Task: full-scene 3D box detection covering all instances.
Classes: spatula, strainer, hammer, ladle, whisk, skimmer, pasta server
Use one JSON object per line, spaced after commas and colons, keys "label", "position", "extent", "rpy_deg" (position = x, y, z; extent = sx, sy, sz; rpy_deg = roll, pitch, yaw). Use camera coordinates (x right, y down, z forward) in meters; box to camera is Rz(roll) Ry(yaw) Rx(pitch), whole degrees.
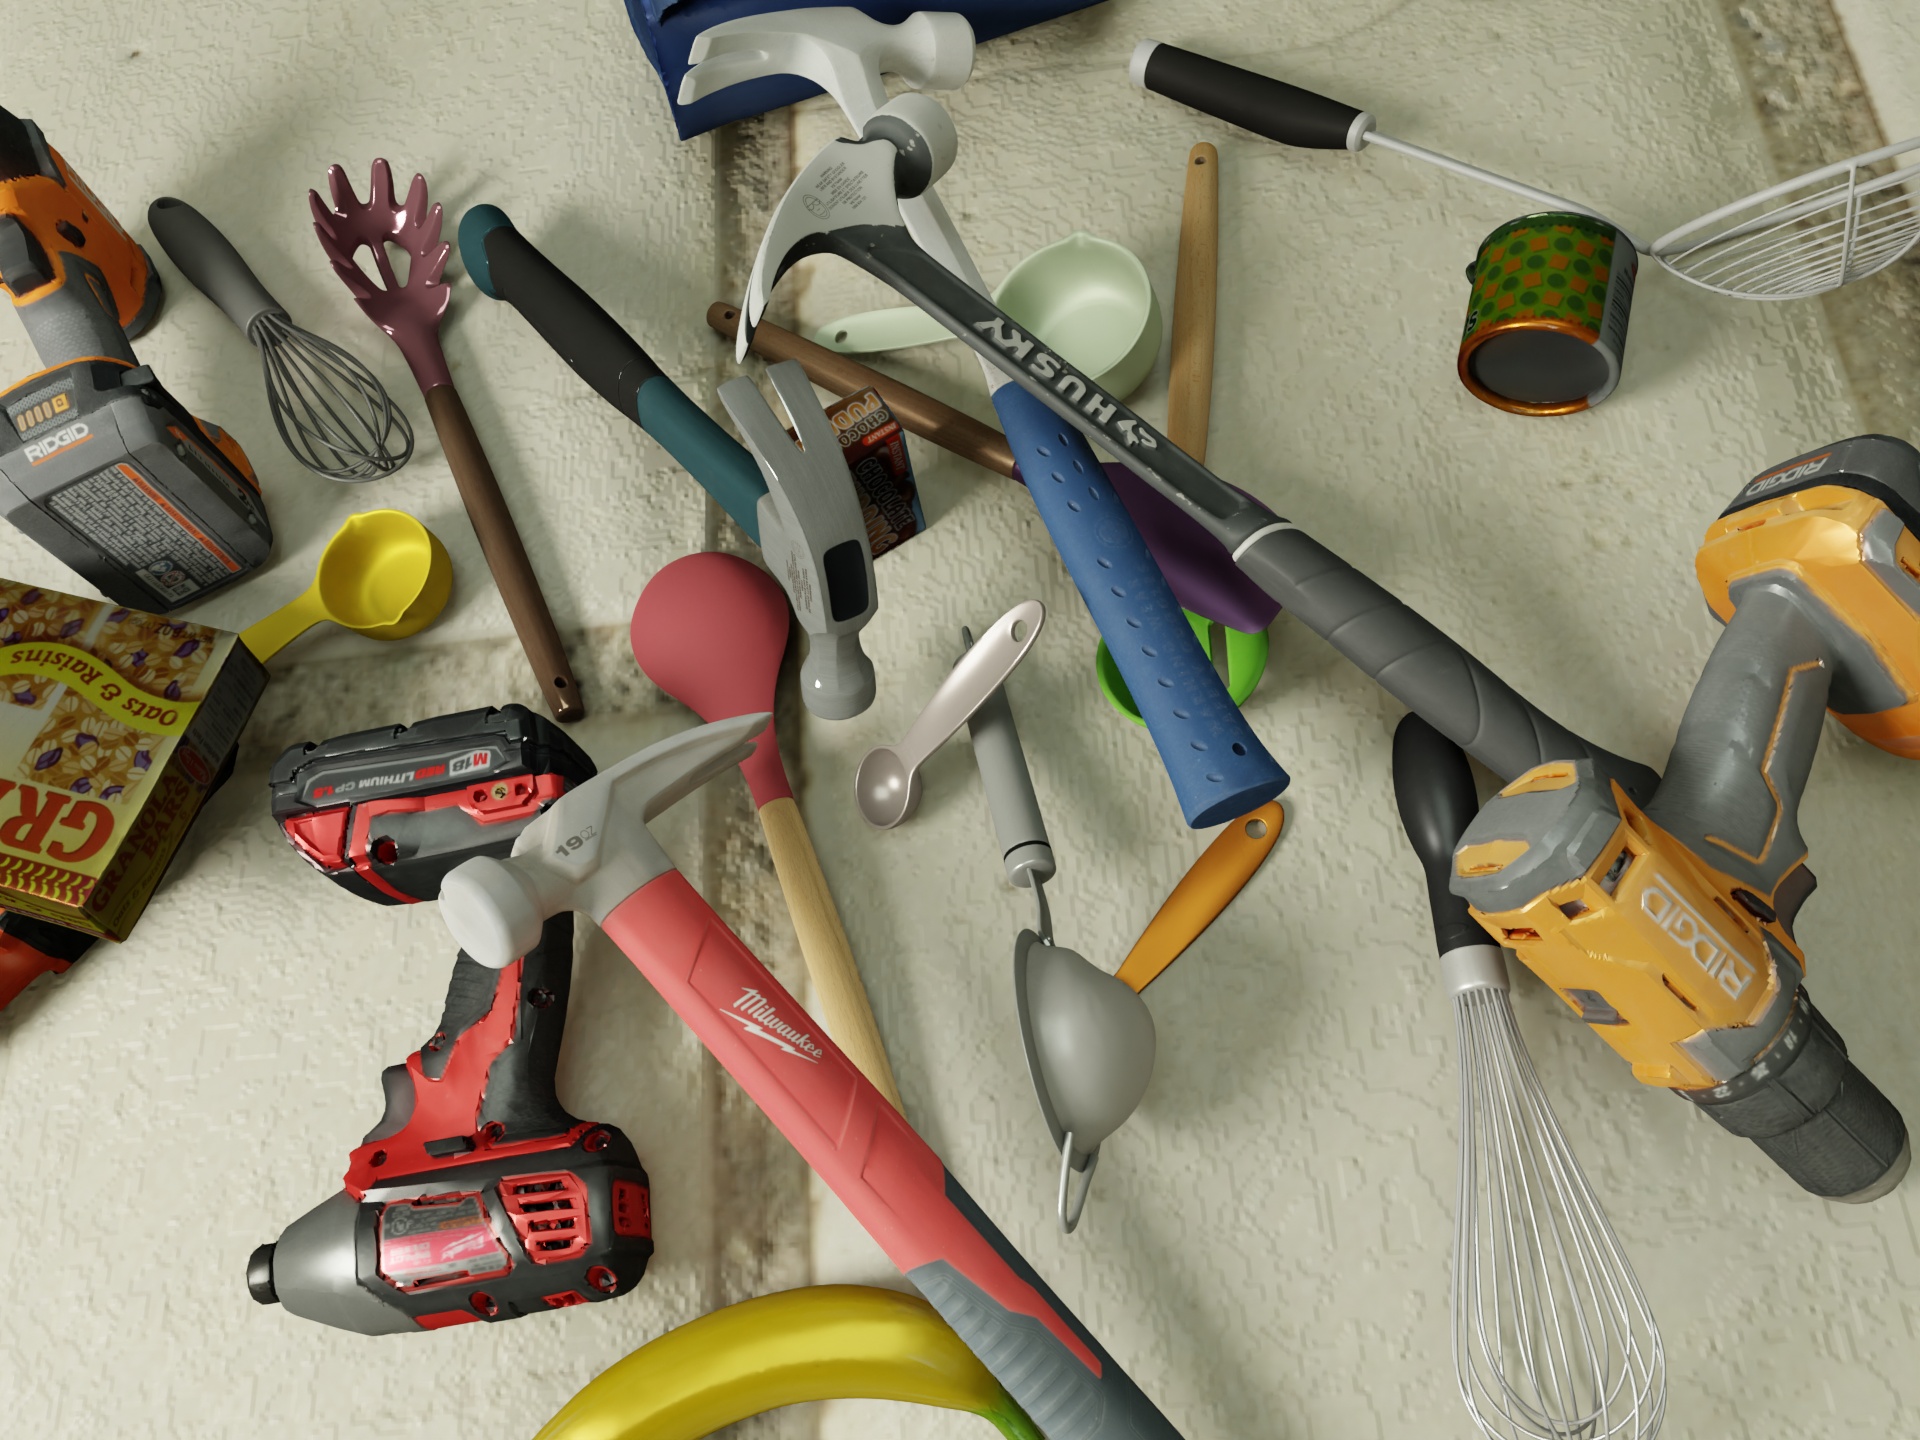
{"label": "spatula", "position": [0.008, -0.123, 0.692], "extent": [0.316, 0.018, 0.060], "rpy_deg": [30, 73, 25]}
{"label": "strainer", "position": [0.029, 0.060, 0.596], "extent": [0.050, 0.086, 0.259], "rpy_deg": [-23, 52, 10]}
{"label": "hammer", "position": [-0.003, 0.162, 0.548], "extent": [0.386, 0.038, 0.143], "rpy_deg": [46, 50, 11]}
{"label": "hammer", "position": [-0.136, -0.139, 0.678], "extent": [0.033, 0.128, 0.331], "rpy_deg": [-26, 49, -25]}
{"label": "ladle", "position": [-0.067, 0.058, 0.636], "extent": [0.069, 0.031, 0.316], "rpy_deg": [-20, 67, -5]}
{"label": "hammer", "position": [0.098, -0.076, 0.595], "extent": [0.409, 0.036, 0.149], "rpy_deg": [38, 53, 0]}
{"label": "whisk", "position": [0.189, 0.120, 0.560], "extent": [0.070, 0.070, 0.285], "rpy_deg": [-6, 61, 5]}
{"label": "whisk", "position": [-0.337, -0.188, 0.767], "extent": [0.055, 0.055, 0.239], "rpy_deg": [-40, 64, -11]}
{"label": "hammer", "position": [0.014, -0.140, 0.641], "extent": [0.144, 0.035, 0.406], "rpy_deg": [-13, 66, -30]}
{"label": "skimmer", "position": [0.244, -0.271, 0.704], "extent": [0.363, 0.127, 0.090], "rpy_deg": [29, 115, 23]}
{"label": "pasta server", "position": [-0.232, -0.135, 0.733], "extent": [0.060, 0.040, 0.316], "rpy_deg": [-17, 65, -23]}

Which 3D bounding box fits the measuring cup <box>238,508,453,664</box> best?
{"label": "measuring cup", "position": [-0.295, -0.037, 0.710], "extent": [0.156, 0.029, 0.062], "rpy_deg": [-32, 67, 6]}

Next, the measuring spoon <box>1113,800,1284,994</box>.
{"label": "measuring spoon", "position": [0.088, 0.073, 0.616], "extent": [0.021, 0.011, 0.117], "rpy_deg": [38, 76, 20]}

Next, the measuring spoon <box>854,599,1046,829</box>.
{"label": "measuring spoon", "position": [-0.001, -0.002, 0.622], "extent": [0.124, 0.018, 0.034], "rpy_deg": [-49, 55, 30]}

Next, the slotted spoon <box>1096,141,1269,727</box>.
{"label": "slotted spoon", "position": [0.102, -0.132, 0.696], "extent": [0.070, 0.031, 0.314], "rpy_deg": [-1, 64, 16]}

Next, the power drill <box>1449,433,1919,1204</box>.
{"label": "power drill", "position": [0.297, 0.036, 0.556], "extent": [0.185, 0.084, 0.226], "rpy_deg": [43, 73, -7]}

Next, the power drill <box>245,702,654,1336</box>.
{"label": "power drill", "position": [-0.198, 0.115, 0.602], "extent": [0.143, 0.078, 0.220], "rpy_deg": [-11, 69, 3]}

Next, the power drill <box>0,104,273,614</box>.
{"label": "power drill", "position": [-0.401, -0.175, 0.704], "extent": [0.084, 0.164, 0.227], "rpy_deg": [-28, 68, -6]}

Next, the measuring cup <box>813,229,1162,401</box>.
{"label": "measuring cup", "position": [0.012, -0.173, 0.726], "extent": [0.167, 0.038, 0.083], "rpy_deg": [2, 73, 26]}
